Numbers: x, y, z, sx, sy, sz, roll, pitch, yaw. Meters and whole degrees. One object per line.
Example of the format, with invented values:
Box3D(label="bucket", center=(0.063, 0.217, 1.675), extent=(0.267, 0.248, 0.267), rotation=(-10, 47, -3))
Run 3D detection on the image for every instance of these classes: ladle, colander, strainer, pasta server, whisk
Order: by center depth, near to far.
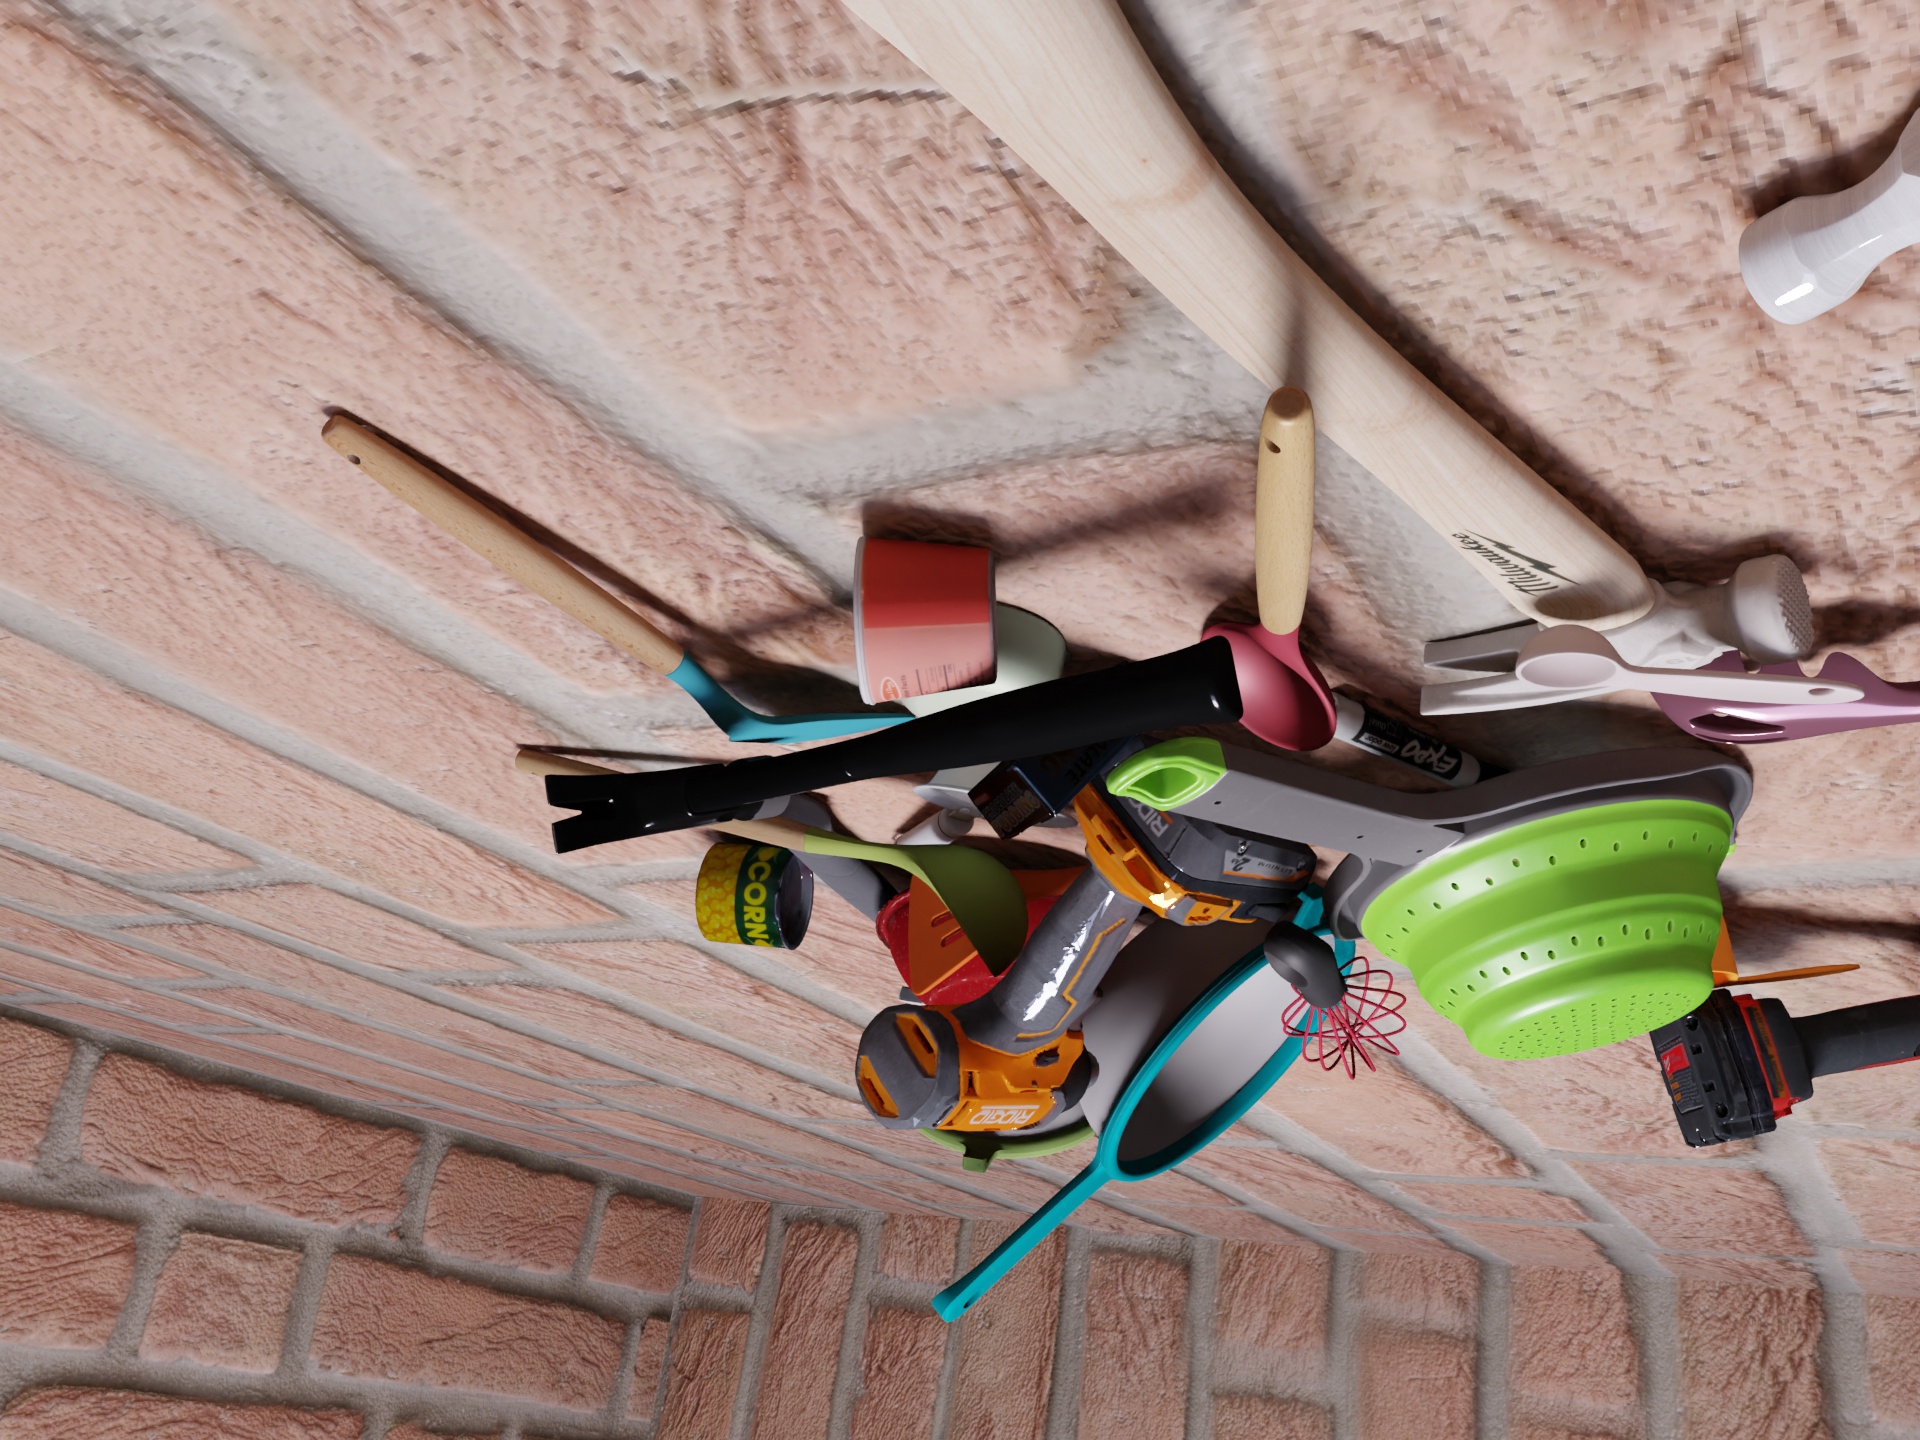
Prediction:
Box3D(label="pasta server", center=(0.400, -0.018, 0.547), extent=(0.316, 0.040, 0.060), rotation=(-4, 154, 35))
Box3D(label="ladle", center=(0.110, -0.044, 0.553), extent=(0.069, 0.031, 0.315), rotation=(38, 176, 16))
Box3D(label="colander", center=(0.219, 0.084, 0.697), extent=(0.396, 0.095, 0.204), rotation=(14, 143, -38))
Box3D(label="whisk", center=(0.196, 0.144, 0.846), extent=(0.073, 0.073, 0.295), rotation=(0, 162, 20))
Box3D(label="strainer", center=(-0.001, 0.051, 0.877), extent=(0.086, 0.050, 0.258), rotation=(15, 162, -14))
Box3D(label="ladle", center=(-0.113, 0.071, 0.885), extent=(0.320, 0.062, 0.078), rotation=(14, 161, 16))
Box3D(label="strainer", center=(0.093, 0.222, 0.987), extent=(0.095, 0.340, 0.210), rotation=(45, 172, 31))
Box3D(label="strainer", center=(0.079, 0.214, 1.094), extent=(0.256, 0.069, 0.152), rotation=(-12, -156, -23))

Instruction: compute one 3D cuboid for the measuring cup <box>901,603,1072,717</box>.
Box3D(label="measuring cup", center=(-0.001, -0.002, 0.749), extent=(0.083, 0.038, 0.167), rotation=(12, 155, -7))

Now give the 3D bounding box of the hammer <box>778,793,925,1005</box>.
Box3D(label="hammer", center=(-0.039, 0.141, 1.096), extent=(0.149, 0.036, 0.408), rotation=(7, 157, 26))

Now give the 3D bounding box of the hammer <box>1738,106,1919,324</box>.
Box3D(label="hammer", center=(0.373, -0.089, 0.425), extent=(0.330, 0.033, 0.128), rotation=(19, 156, -23))

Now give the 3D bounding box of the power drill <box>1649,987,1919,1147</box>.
Box3D(label="power drill", center=(0.522, 0.182, 0.907), extent=(0.226, 0.080, 0.187), rotation=(-14, 160, 10))

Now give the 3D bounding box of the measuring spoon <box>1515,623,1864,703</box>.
Box3D(label="measuring spoon", center=(0.256, -0.020, 0.557), extent=(0.124, 0.018, 0.034), rotation=(5, 161, -4))

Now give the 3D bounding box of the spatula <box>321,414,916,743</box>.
Box3D(label="spatula", center=(-0.147, -0.049, 0.719), extent=(0.082, 0.044, 0.317), rotation=(-11, 146, 37))

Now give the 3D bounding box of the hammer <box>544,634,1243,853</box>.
Box3D(label="hammer", center=(-0.031, 0.013, 0.656), extent=(0.335, 0.035, 0.146), rotation=(-13, 176, 40))

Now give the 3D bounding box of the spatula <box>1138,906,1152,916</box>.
Box3D(label="spatula", center=(0.089, 0.137, 1.071), extent=(0.059, 0.018, 0.316), rotation=(19, 156, -14))

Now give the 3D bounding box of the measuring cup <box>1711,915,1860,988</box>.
Box3D(label="measuring cup", center=(0.419, 0.122, 0.887), extent=(0.173, 0.052, 0.095), rotation=(-2, 160, -11))

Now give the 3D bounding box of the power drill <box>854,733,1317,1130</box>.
Box3D(label="power drill", center=(0.069, 0.121, 0.801), extent=(0.164, 0.084, 0.226), rotation=(17, 119, -50))

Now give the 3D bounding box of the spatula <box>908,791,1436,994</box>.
Box3D(label="spatula", center=(0.103, 0.083, 0.872), extent=(0.322, 0.081, 0.041), rotation=(-15, 149, 24))

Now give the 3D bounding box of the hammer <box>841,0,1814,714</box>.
Box3D(label="hammer", center=(0.113, -0.099, 0.489), extent=(0.146, 0.038, 0.410), rotation=(-13, 149, 43))
